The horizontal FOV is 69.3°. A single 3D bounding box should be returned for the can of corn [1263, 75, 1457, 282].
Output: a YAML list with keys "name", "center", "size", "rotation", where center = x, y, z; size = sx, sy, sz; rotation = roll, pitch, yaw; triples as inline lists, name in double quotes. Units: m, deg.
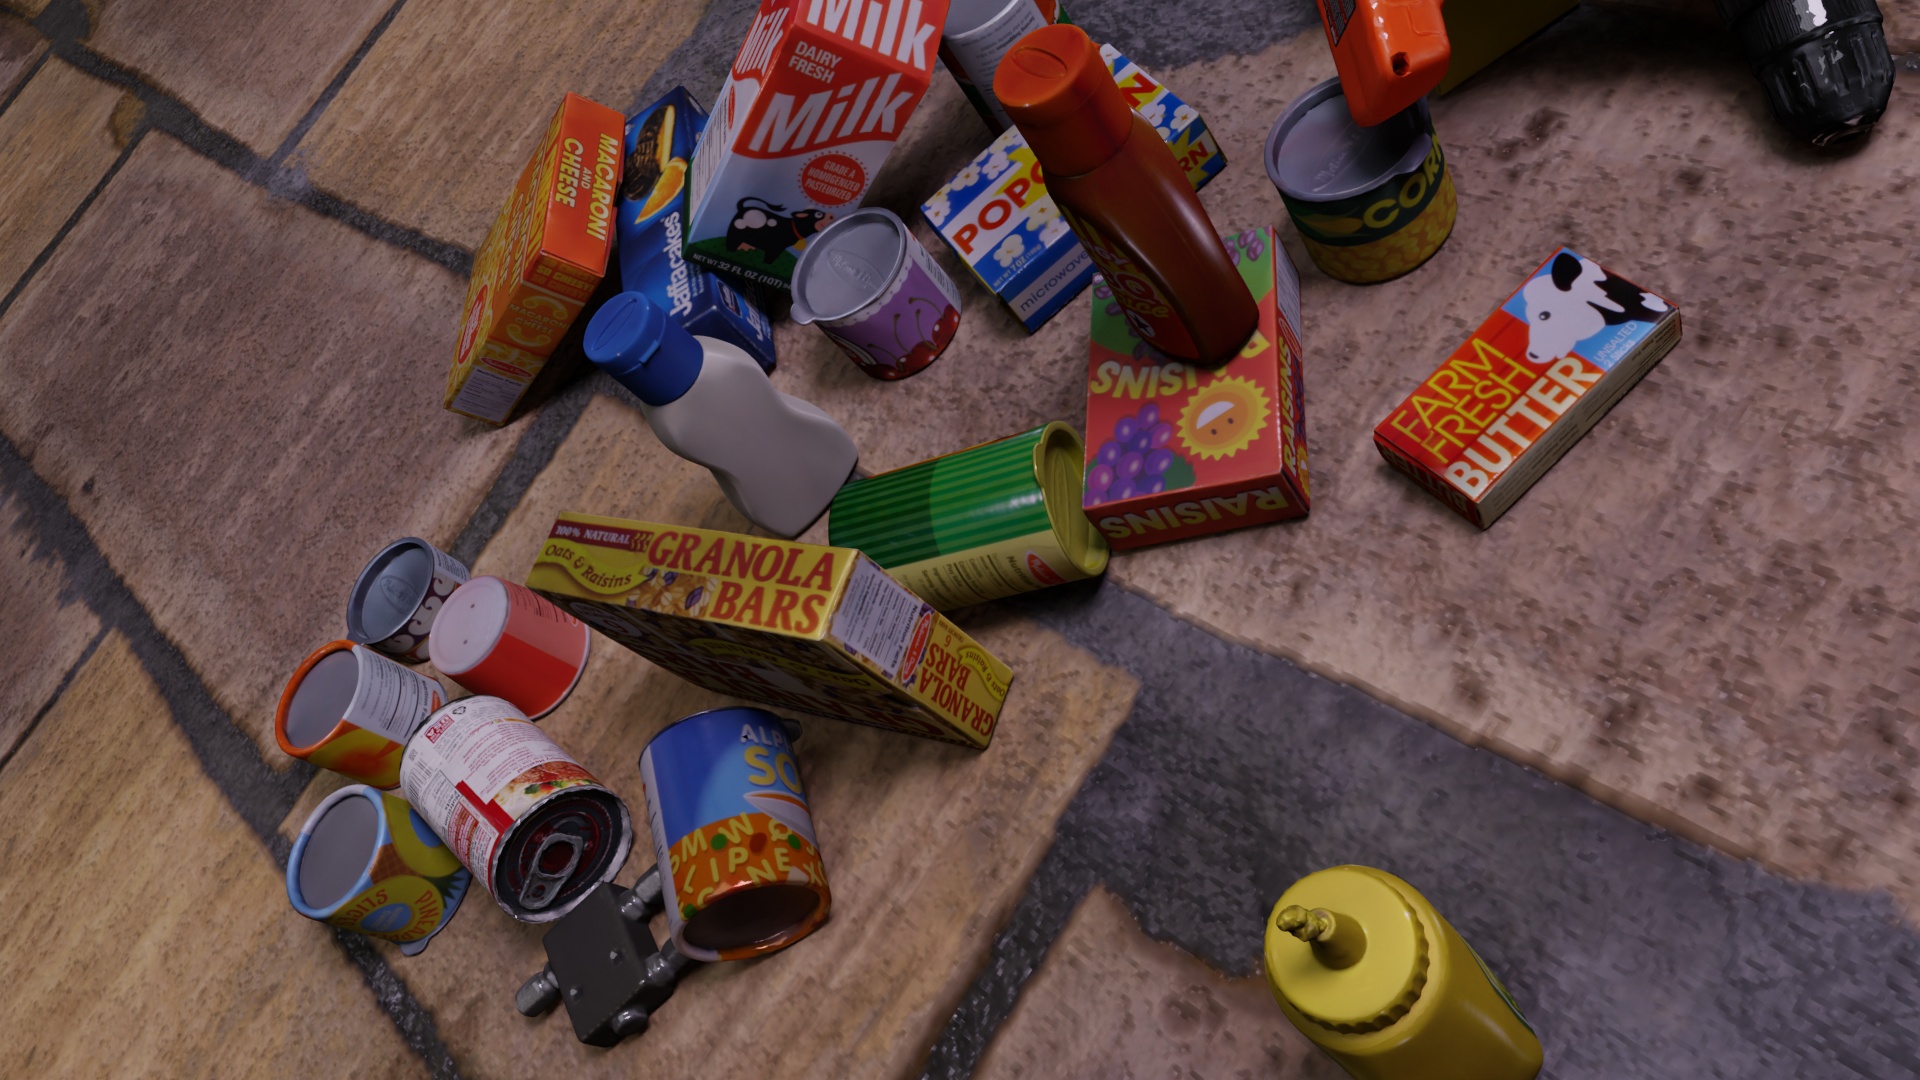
- name: "can of corn"
  center: [0.169, -0.149, 0.575]
  size: [0.071, 0.058, 0.071]
  rotation: [-16, 56, 25]

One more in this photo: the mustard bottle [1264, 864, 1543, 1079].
- name: "mustard bottle"
  center: [0.118, 0.122, 0.381]
  size: [0.049, 0.160, 0.065]
  rotation: [-43, 51, 3]

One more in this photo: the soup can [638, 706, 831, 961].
- name: "soup can"
  center: [-0.092, 0.121, 0.578]
  size: [0.071, 0.071, 0.084]
  rotation: [-32, 51, 13]

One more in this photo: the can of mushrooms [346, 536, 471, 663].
- name: "can of mushrooms"
  center: [-0.314, 0.036, 0.790]
  size: [0.071, 0.033, 0.071]
  rotation: [-15, 57, 24]

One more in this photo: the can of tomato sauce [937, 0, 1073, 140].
- name: "can of tomato sauce"
  center: [0.026, -0.253, 0.710]
  size: [0.071, 0.083, 0.071]
  rotation: [-16, 56, 25]

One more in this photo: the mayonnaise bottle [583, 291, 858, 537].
- name: "mayonnaise bottle"
  center: [-0.110, -0.059, 0.640]
  size: [0.065, 0.147, 0.041]
  rotation: [-51, 49, -3]

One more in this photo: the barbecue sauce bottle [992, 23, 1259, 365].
- name: "barbecue sauce bottle"
  center: [0.062, -0.126, 0.518]
  size: [0.043, 0.148, 0.065]
  rotation: [-47, 49, -1]

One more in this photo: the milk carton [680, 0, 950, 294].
- name: "milk carton"
  center: [-0.072, -0.217, 0.685]
  size: [0.189, 0.072, 0.074]
  rotation: [-51, 35, 42]

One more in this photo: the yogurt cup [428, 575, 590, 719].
- name: "yogurt cup"
  center: [-0.234, 0.053, 0.715]
  size: [0.072, 0.054, 0.073]
  rotation: [-15, 57, 24]

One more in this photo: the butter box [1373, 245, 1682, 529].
- name: "butter box"
  center: [0.210, -0.058, 0.517]
  size: [0.103, 0.024, 0.053]
  rotation: [-45, 50, 2]

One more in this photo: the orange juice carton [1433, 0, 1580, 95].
- name: "orange juice carton"
  center: [0.192, -0.296, 0.637]
  size: [0.071, 0.073, 0.193]
  rotation: [-33, 50, 11]

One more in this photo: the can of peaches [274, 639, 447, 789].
- name: "can of peaches"
  center: [-0.323, 0.094, 0.744]
  size: [0.071, 0.058, 0.071]
  rotation: [-15, 57, 24]

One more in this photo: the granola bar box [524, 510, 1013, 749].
- name: "granola bar box"
  center: [-0.080, 0.038, 0.579]
  size: [0.165, 0.124, 0.039]
  rotation: [7, 68, 35]

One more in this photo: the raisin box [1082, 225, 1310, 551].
- name: "raisin box"
  center: [0.098, -0.063, 0.583]
  size: [0.086, 0.040, 0.124]
  rotation: [-11, 57, 26]

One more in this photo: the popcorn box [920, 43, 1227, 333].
- name: "popcorn box"
  center: [0.052, -0.172, 0.675]
  size: [0.126, 0.038, 0.085]
  rotation: [-40, 49, 6]

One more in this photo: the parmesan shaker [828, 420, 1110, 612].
- name: "parmesan shaker"
  center: [0.002, -0.007, 0.589]
  size: [0.103, 0.071, 0.071]
  rotation: [-14, 57, 25]

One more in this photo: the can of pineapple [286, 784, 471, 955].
- name: "can of pineapple"
  center: [-0.284, 0.161, 0.681]
  size: [0.071, 0.057, 0.071]
  rotation: [-15, 57, 25]

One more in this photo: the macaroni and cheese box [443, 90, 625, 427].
- name: "macaroni and cheese box"
  center: [-0.250, -0.162, 0.818]
  size: [0.165, 0.040, 0.124]
  rotation: [-37, 45, 44]

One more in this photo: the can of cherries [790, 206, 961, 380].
- name: "can of cherries"
  center: [-0.043, -0.121, 0.693]
  size: [0.071, 0.058, 0.072]
  rotation: [-15, 57, 24]
